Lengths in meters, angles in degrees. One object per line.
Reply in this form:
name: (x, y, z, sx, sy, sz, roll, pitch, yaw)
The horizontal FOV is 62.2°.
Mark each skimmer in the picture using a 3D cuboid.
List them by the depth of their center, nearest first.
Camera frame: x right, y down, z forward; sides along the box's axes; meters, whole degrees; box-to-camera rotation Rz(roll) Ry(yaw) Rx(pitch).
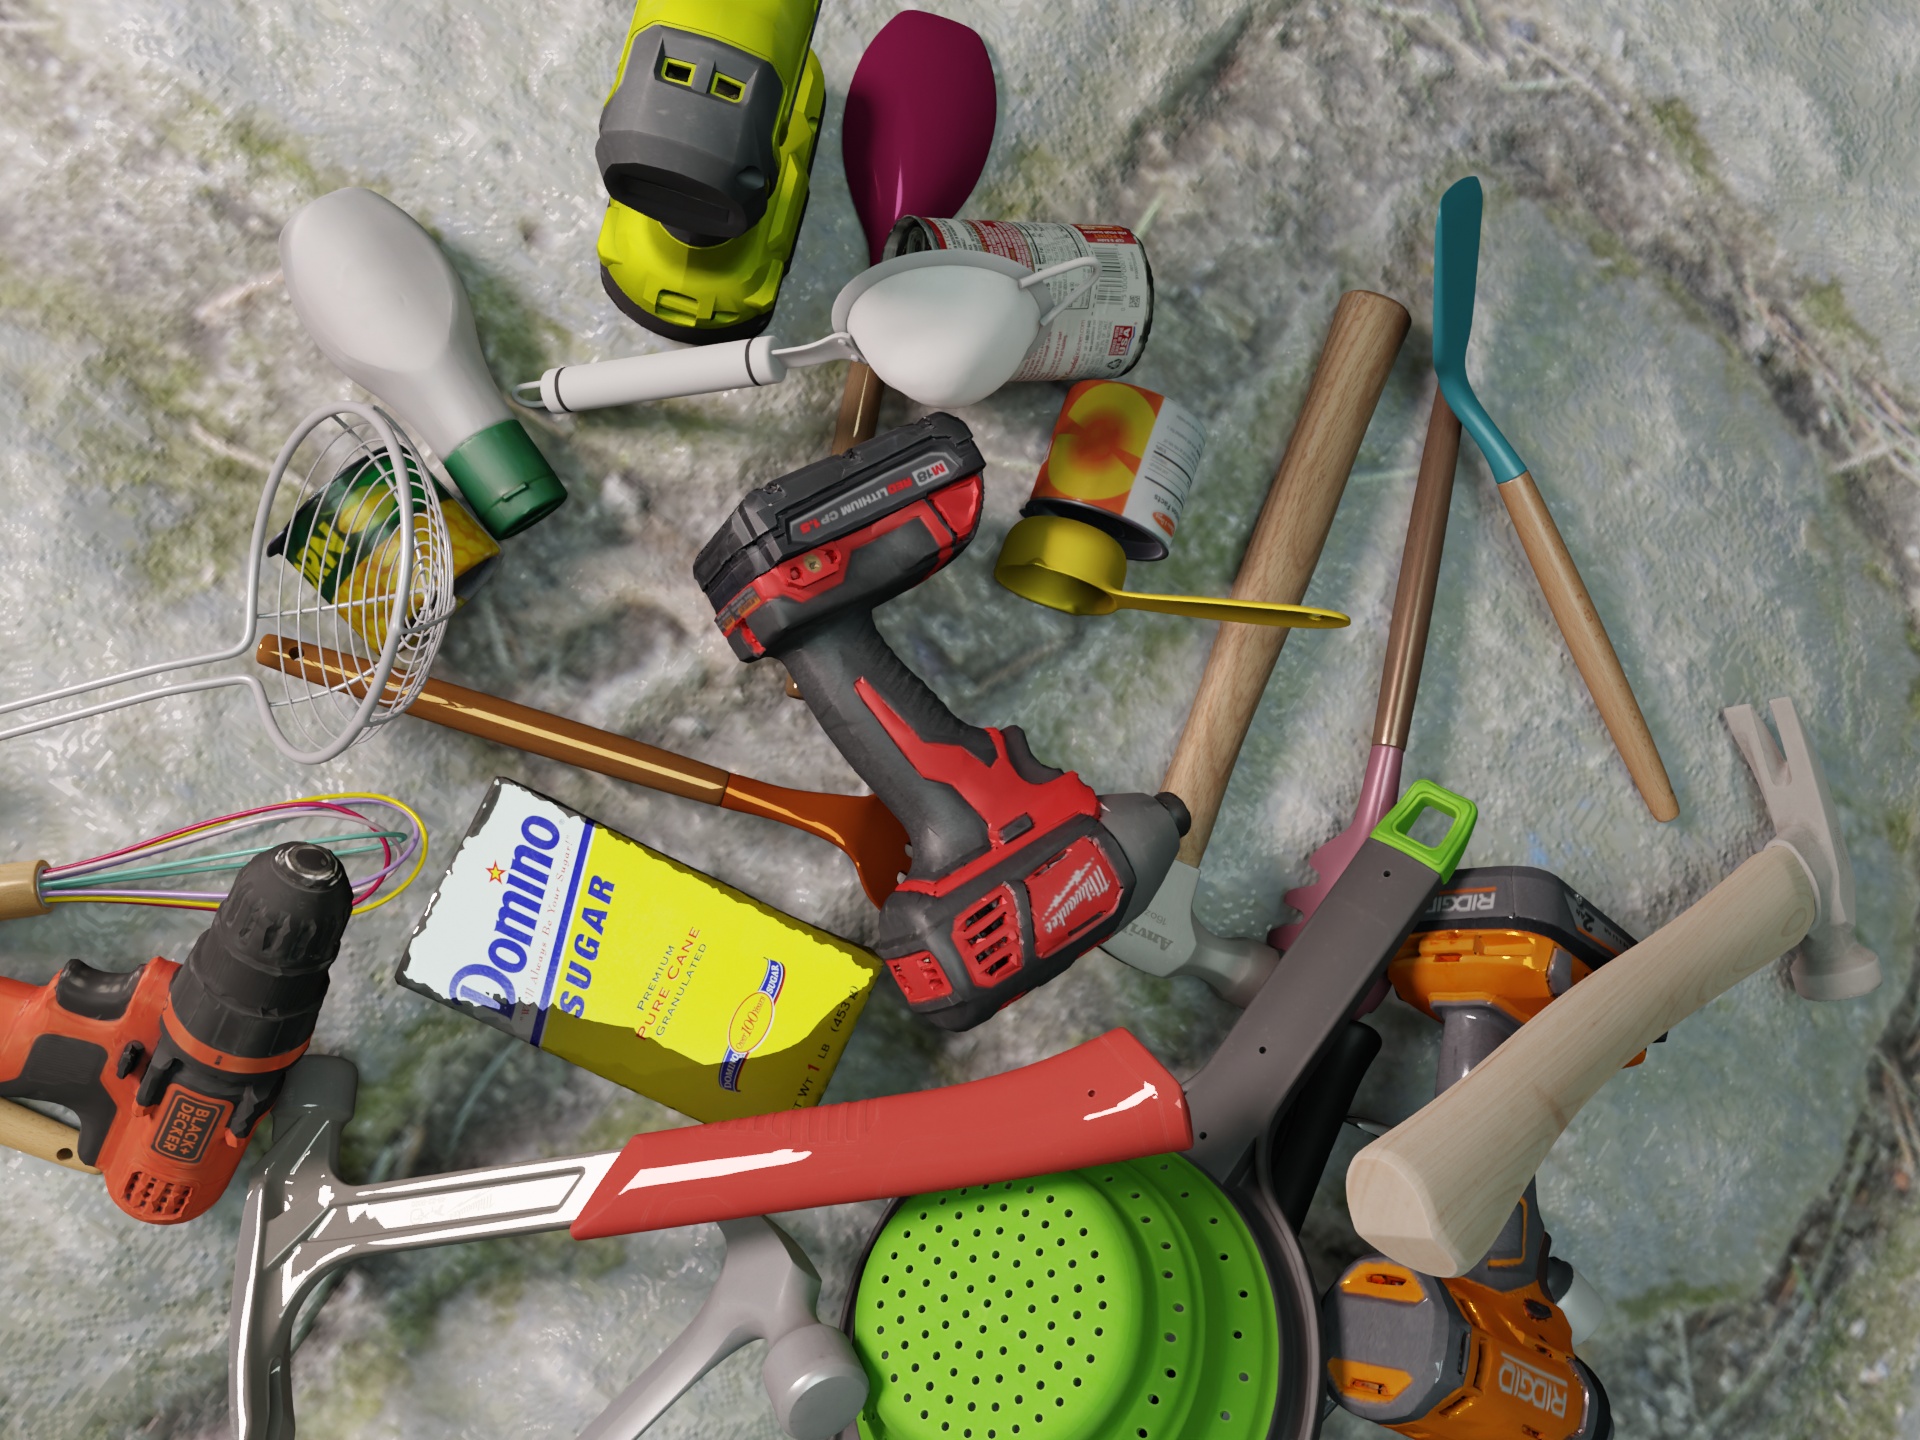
skimmer: (-0.347, -0.013, 0.561, 0.363, 0.090, 0.127, -15, 71, 1)

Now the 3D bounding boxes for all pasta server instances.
pasta server: (0.200, -0.012, 0.741, 0.060, 0.040, 0.316, 15, 80, -10)

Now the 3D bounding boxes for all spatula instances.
spatula: (-0.122, 0.024, 0.652, 0.322, 0.041, 0.081, 18, 69, -11)
spatula: (0.277, -0.094, 0.739, 0.082, 0.044, 0.317, -40, 105, -53)

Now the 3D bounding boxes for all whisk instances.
whisk: (-0.334, 0.065, 0.620, 0.245, 0.051, 0.047, -7, 94, -9)

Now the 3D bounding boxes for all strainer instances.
strainer: (-0.069, -0.142, 0.632, 0.258, 0.086, 0.050, -3, 70, 21)

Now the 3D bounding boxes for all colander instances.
colander: (0.077, 0.167, 0.614, 0.205, 0.094, 0.397, 30, 76, 36)

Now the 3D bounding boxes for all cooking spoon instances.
cooking spoon: (-0.038, -0.165, 0.704, 0.068, 0.017, 0.319, 12, 84, -12)

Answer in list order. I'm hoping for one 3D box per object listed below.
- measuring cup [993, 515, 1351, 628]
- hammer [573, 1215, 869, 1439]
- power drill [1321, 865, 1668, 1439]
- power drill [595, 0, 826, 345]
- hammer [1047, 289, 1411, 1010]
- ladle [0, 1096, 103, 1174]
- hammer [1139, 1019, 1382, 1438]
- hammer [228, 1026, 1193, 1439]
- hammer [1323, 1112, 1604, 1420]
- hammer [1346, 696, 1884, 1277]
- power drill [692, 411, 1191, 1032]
measuring cup: (0.090, -0.062, 0.676, 0.156, 0.062, 0.029, 9, 77, 23)
hammer: (-0.208, 0.340, 0.602, 0.405, 0.144, 0.035, -44, 124, -2)
power drill: (0.234, 0.194, 0.668, 0.164, 0.084, 0.227, 34, 61, -31)
power drill: (-0.085, -0.242, 0.595, 0.080, 0.223, 0.171, 15, 84, -10)
hammer: (0.132, -0.045, 0.725, 0.130, 0.031, 0.331, 23, 82, -10)
ladle: (-0.473, 0.105, 0.596, 0.315, 0.031, 0.069, 26, 96, -11)
hammer: (0.101, 0.267, 0.640, 0.335, 0.146, 0.035, -59, 137, -27)
hammer: (-0.094, 0.175, 0.581, 0.359, 0.036, 0.149, -10, 63, 8)
hammer: (0.099, 0.347, 0.692, 0.409, 0.036, 0.149, -43, 94, -10)
hammer: (0.274, 0.100, 0.640, 0.410, 0.038, 0.146, -16, 90, -43)
power drill: (-0.001, -0.002, 0.641, 0.143, 0.078, 0.219, -28, 89, -28)
